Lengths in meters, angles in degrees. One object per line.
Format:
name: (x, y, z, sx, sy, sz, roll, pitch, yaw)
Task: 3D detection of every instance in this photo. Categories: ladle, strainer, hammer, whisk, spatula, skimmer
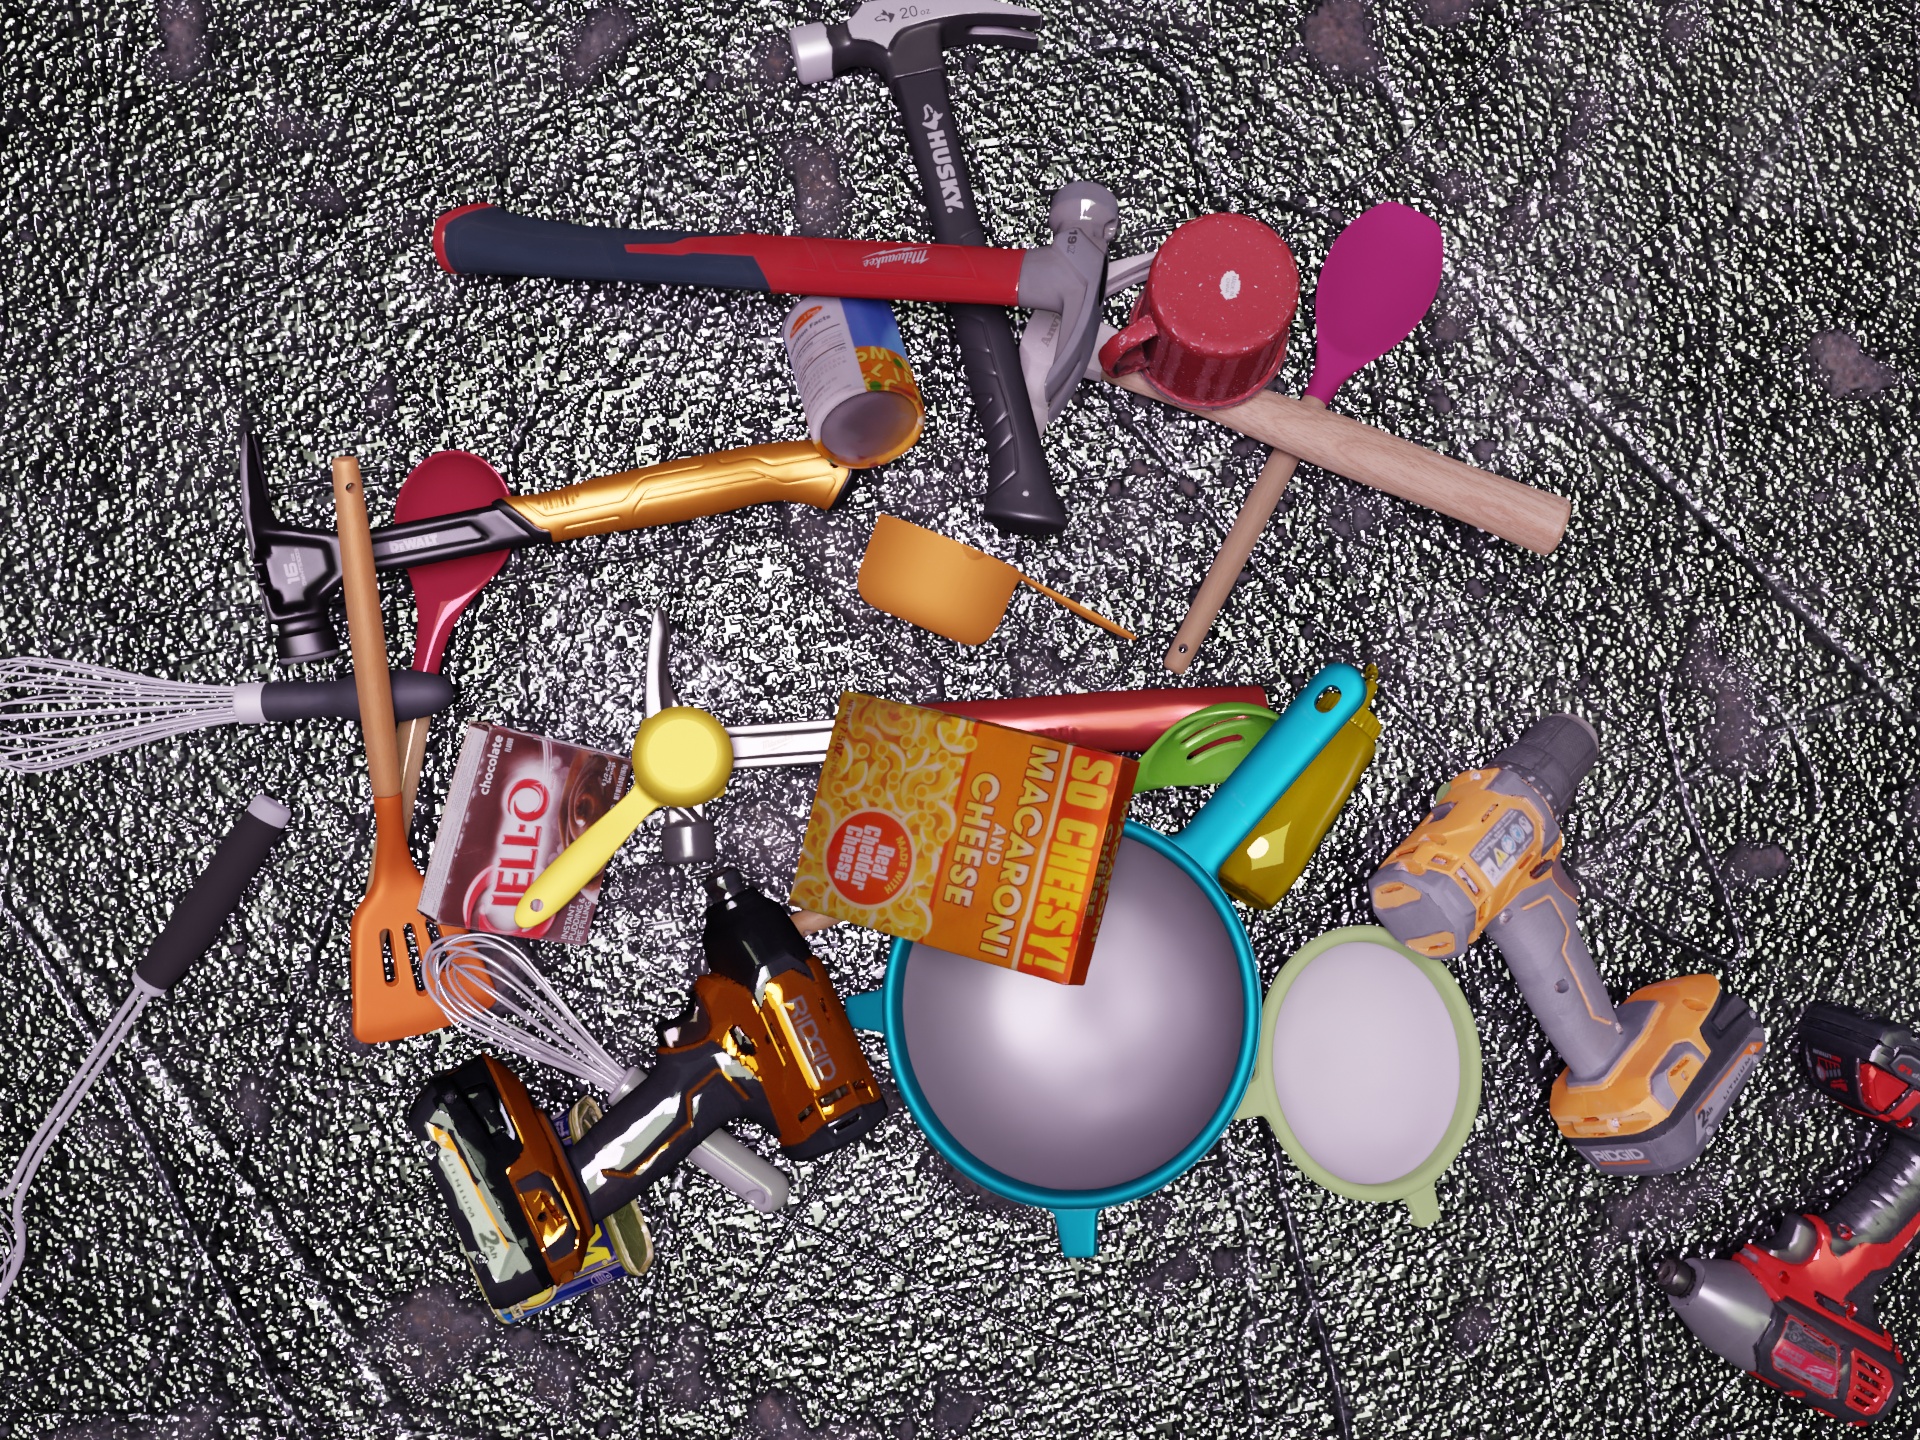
ladle: (-0.313, 0.002, 0.915, 0.069, 0.031, 0.315, 11, 89, -2)
strainer: (0.110, 0.110, 0.879, 0.211, 0.095, 0.340, 42, 95, 23)
strainer: (0.239, 0.150, 0.928, 0.151, 0.069, 0.256, 32, 68, -15)
hammer: (-0.224, -0.125, 0.897, 0.337, 0.034, 0.127, -12, 97, -12)
hammer: (0.009, -0.265, 0.919, 0.146, 0.035, 0.335, -13, 80, -4)
hammer: (-0.114, -0.240, 0.874, 0.386, 0.038, 0.143, 6, 62, 12)
hammer: (-0.001, -0.003, 0.928, 0.359, 0.036, 0.149, -4, 88, -3)
whisk: (-0.425, -0.009, 0.884, 0.284, 0.070, 0.070, -3, 88, -1)
spatula: (-0.310, 0.020, 0.861, 0.081, 0.041, 0.322, -12, 114, -31)
skimmer: (-0.500, 0.189, 0.864, 0.127, 0.090, 0.363, 29, 83, 30)
hammer: (0.194, -0.175, 0.931, 0.331, 0.031, 0.130, 22, 85, 5)
whisk: (-0.197, 0.200, 0.892, 0.246, 0.059, 0.057, 38, 123, -6)

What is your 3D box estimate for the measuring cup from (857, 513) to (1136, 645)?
measuring cup: (0.021, -0.062, 0.919, 0.173, 0.095, 0.052, 24, 92, -20)

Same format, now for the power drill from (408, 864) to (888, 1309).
power drill: (-0.168, 0.187, 0.841, 0.226, 0.084, 0.164, -24, 89, -21)

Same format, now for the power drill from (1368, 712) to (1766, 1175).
power drill: (0.356, 0.119, 0.911, 0.185, 0.084, 0.226, -40, 92, -29)

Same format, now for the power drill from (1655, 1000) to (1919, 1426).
power drill: (0.510, 0.284, 0.928, 0.143, 0.078, 0.219, 28, 89, -1)

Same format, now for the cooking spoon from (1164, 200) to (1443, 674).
cooking spoon: (0.201, -0.170, 0.956, 0.069, 0.017, 0.319, 28, 86, 4)

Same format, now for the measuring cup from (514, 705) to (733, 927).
measuring cup: (-0.187, 0.055, 0.873, 0.062, 0.029, 0.156, 43, 76, -2)

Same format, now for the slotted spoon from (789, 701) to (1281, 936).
slotted spoon: (0.039, 0.060, 0.908, 0.314, 0.070, 0.031, -24, 50, 7)
